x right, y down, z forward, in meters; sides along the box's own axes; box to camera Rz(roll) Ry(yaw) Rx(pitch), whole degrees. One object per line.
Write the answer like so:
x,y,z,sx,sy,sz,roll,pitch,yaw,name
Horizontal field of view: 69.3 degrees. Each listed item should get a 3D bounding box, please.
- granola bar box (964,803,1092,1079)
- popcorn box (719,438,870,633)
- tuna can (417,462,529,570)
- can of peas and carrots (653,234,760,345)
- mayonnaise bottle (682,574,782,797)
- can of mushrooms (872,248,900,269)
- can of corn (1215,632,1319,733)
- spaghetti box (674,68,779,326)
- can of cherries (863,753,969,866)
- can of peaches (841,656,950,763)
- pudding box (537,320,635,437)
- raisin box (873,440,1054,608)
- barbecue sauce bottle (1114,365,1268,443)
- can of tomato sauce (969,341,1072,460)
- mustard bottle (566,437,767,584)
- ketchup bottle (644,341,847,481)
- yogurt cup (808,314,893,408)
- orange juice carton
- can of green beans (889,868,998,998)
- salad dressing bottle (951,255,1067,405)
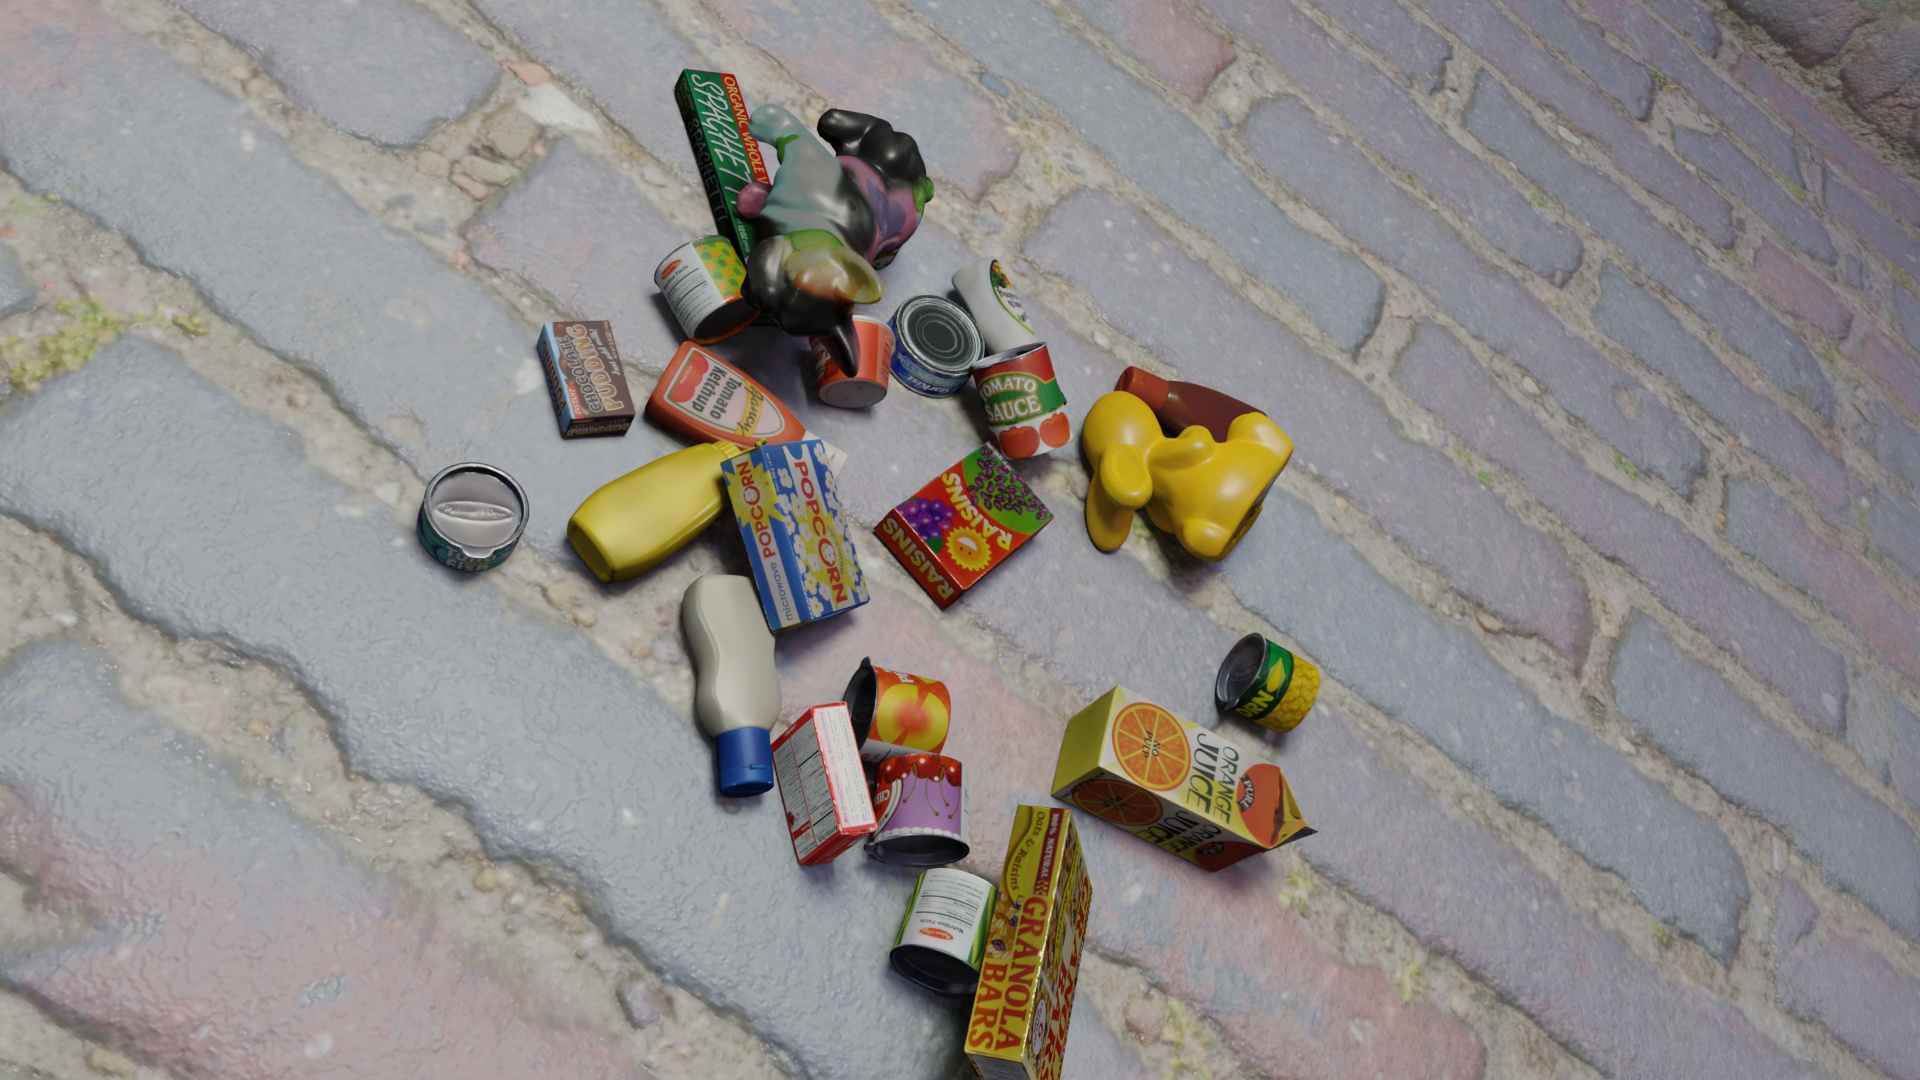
0.048,0.274,0.901,0.039,0.123,0.166,3,52,17,granola bar box
-0.115,-0.004,0.981,0.085,0.038,0.126,-15,88,-64,popcorn box
-0.320,-0.013,0.911,0.071,0.032,0.071,15,56,-23,tuna can
-0.192,-0.193,1.073,0.071,0.070,0.059,-23,76,-38,can of peas and carrots
-0.151,0.097,0.939,0.065,0.041,0.148,9,59,-34,mayonnaise bottle
-0.078,-0.273,1.209,0.071,0.033,0.071,14,56,-22,can of mushrooms
0.253,0.120,1.147,0.058,0.071,0.071,29,52,-13,can of corn
-0.184,-0.289,1.160,0.050,0.028,0.251,-5,66,-34,spaghetti box
-0.029,0.183,0.943,0.071,0.071,0.058,14,56,-23,can of cherries
-0.046,0.122,0.969,0.058,0.071,0.071,16,56,-23,can of peaches
-0.271,-0.117,1.004,0.050,0.030,0.084,-7,66,-32,pudding box
0.004,-0.014,1.098,0.086,0.040,0.124,50,49,3,raisin box
0.214,-0.117,1.281,0.148,0.043,0.065,22,54,-17,barbecue sauce bottle
0.050,-0.114,1.149,0.071,0.071,0.083,-28,107,-39,can of tomato sauce
-0.196,-0.031,0.977,0.161,0.048,0.065,-35,86,-34,mustard bottle
-0.157,-0.086,1.043,0.149,0.043,0.065,30,64,-12,ketchup bottle
-0.086,-0.140,1.106,0.072,0.072,0.054,7,67,-27,yogurt cup
0.173,0.191,1.054,0.192,0.071,0.073,28,53,-13,orange juice carton
-0.006,0.257,0.912,0.071,0.071,0.058,32,51,-11,can of green beans
0.044,-0.175,1.212,0.148,0.044,0.064,63,20,8,salad dressing bottle
